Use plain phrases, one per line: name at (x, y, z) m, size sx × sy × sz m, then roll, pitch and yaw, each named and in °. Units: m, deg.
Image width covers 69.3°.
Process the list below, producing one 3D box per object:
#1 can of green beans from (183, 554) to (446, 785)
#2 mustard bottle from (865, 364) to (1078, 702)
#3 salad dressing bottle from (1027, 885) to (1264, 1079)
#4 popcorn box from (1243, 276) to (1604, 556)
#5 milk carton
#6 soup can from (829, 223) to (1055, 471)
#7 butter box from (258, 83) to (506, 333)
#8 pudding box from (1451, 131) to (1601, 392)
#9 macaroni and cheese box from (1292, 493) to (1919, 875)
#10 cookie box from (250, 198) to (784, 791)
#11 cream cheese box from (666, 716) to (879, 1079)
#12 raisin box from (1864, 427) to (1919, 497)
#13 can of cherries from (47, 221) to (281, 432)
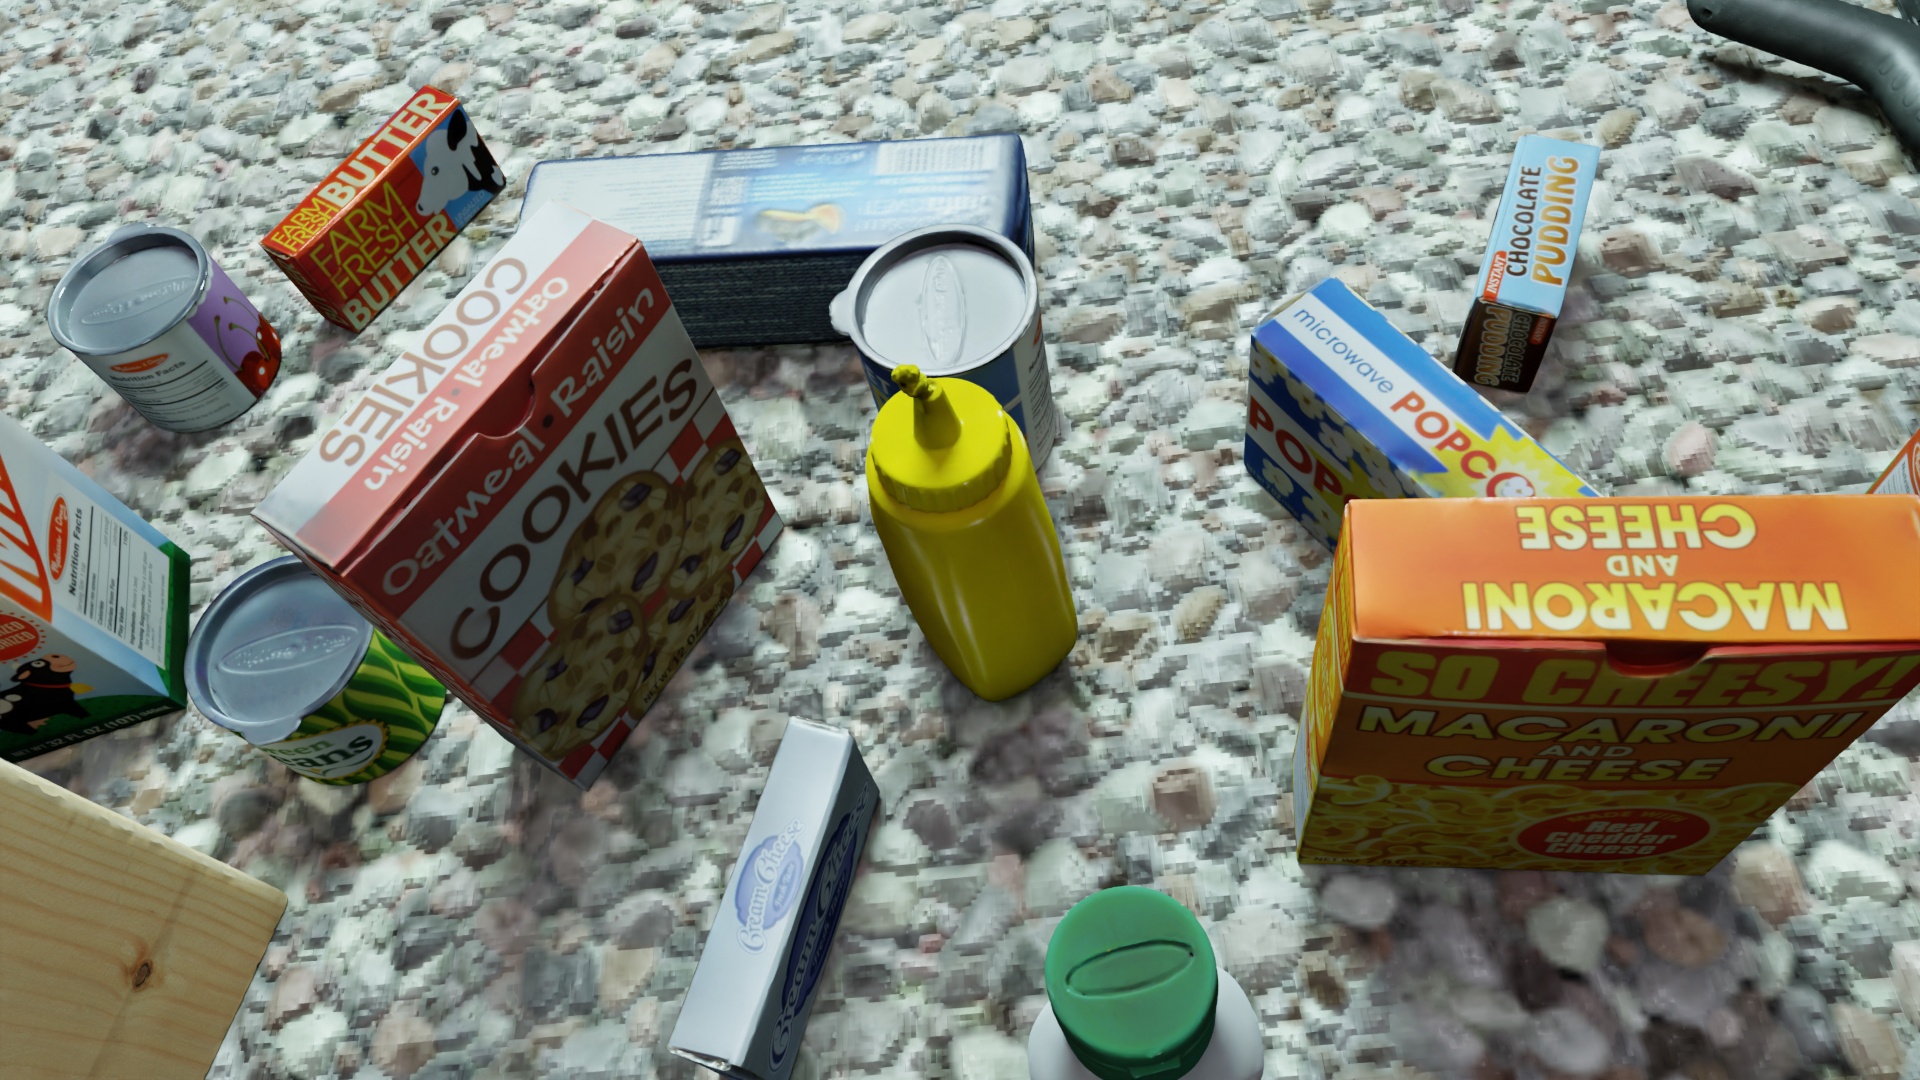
can of green beans at (-0.225, 0.047, 0.491) m, size 0.071 × 0.057 × 0.071 m, roll -4°, pitch 60°, yaw 7°
mustard bottle at (0.002, -0.005, 0.426) m, size 0.049 × 0.159 × 0.065 m, roll -33°, pitch 61°, yaw -10°
salad dressing bottle at (0.046, 0.125, 0.352) m, size 0.064 × 0.147 × 0.044 m, roll -14°, pitch 60°, yaw 1°
popcorn box at (0.148, -0.016, 0.454) m, size 0.038 × 0.085 × 0.127 m, roll -35°, pitch 61°, yaw -11°
milk carton at (-0.347, 0.000, 0.459) m, size 0.072 × 0.189 × 0.074 m, roll -17°, pitch 60°, yaw -1°
soup can at (-0.004, -0.062, 0.504) m, size 0.071 × 0.083 × 0.071 m, roll -4°, pitch 60°, yaw 7°
butter box at (-0.249, -0.144, 0.606) m, size 0.024 × 0.053 × 0.104 m, roll 28°, pitch 68°, yaw 22°
pudding box at (0.209, -0.103, 0.515) m, size 0.030 × 0.049 × 0.084 m, roll 16°, pitch 64°, yaw 17°
macaroni and cheese box at (0.157, 0.047, 0.369) m, size 0.124 × 0.165 × 0.040 m, roll -1°, pitch 61°, yaw 9°
cookie box at (-0.124, -0.006, 0.442) m, size 0.040 × 0.166 × 0.123 m, roll 26°, pitch 68°, yaw 21°
cream cheese box at (-0.054, 0.113, 0.429) m, size 0.024 × 0.053 × 0.104 m, roll 11°, pitch 63°, yaw 15°
raisin box at (0.335, -0.024, 0.408) m, size 0.086 × 0.123 × 0.040 m, roll 0°, pitch 61°, yaw 9°
can of cherries at (-0.332, -0.090, 0.585) m, size 0.071 × 0.058 × 0.072 m, roll -4°, pitch 60°, yaw 7°
